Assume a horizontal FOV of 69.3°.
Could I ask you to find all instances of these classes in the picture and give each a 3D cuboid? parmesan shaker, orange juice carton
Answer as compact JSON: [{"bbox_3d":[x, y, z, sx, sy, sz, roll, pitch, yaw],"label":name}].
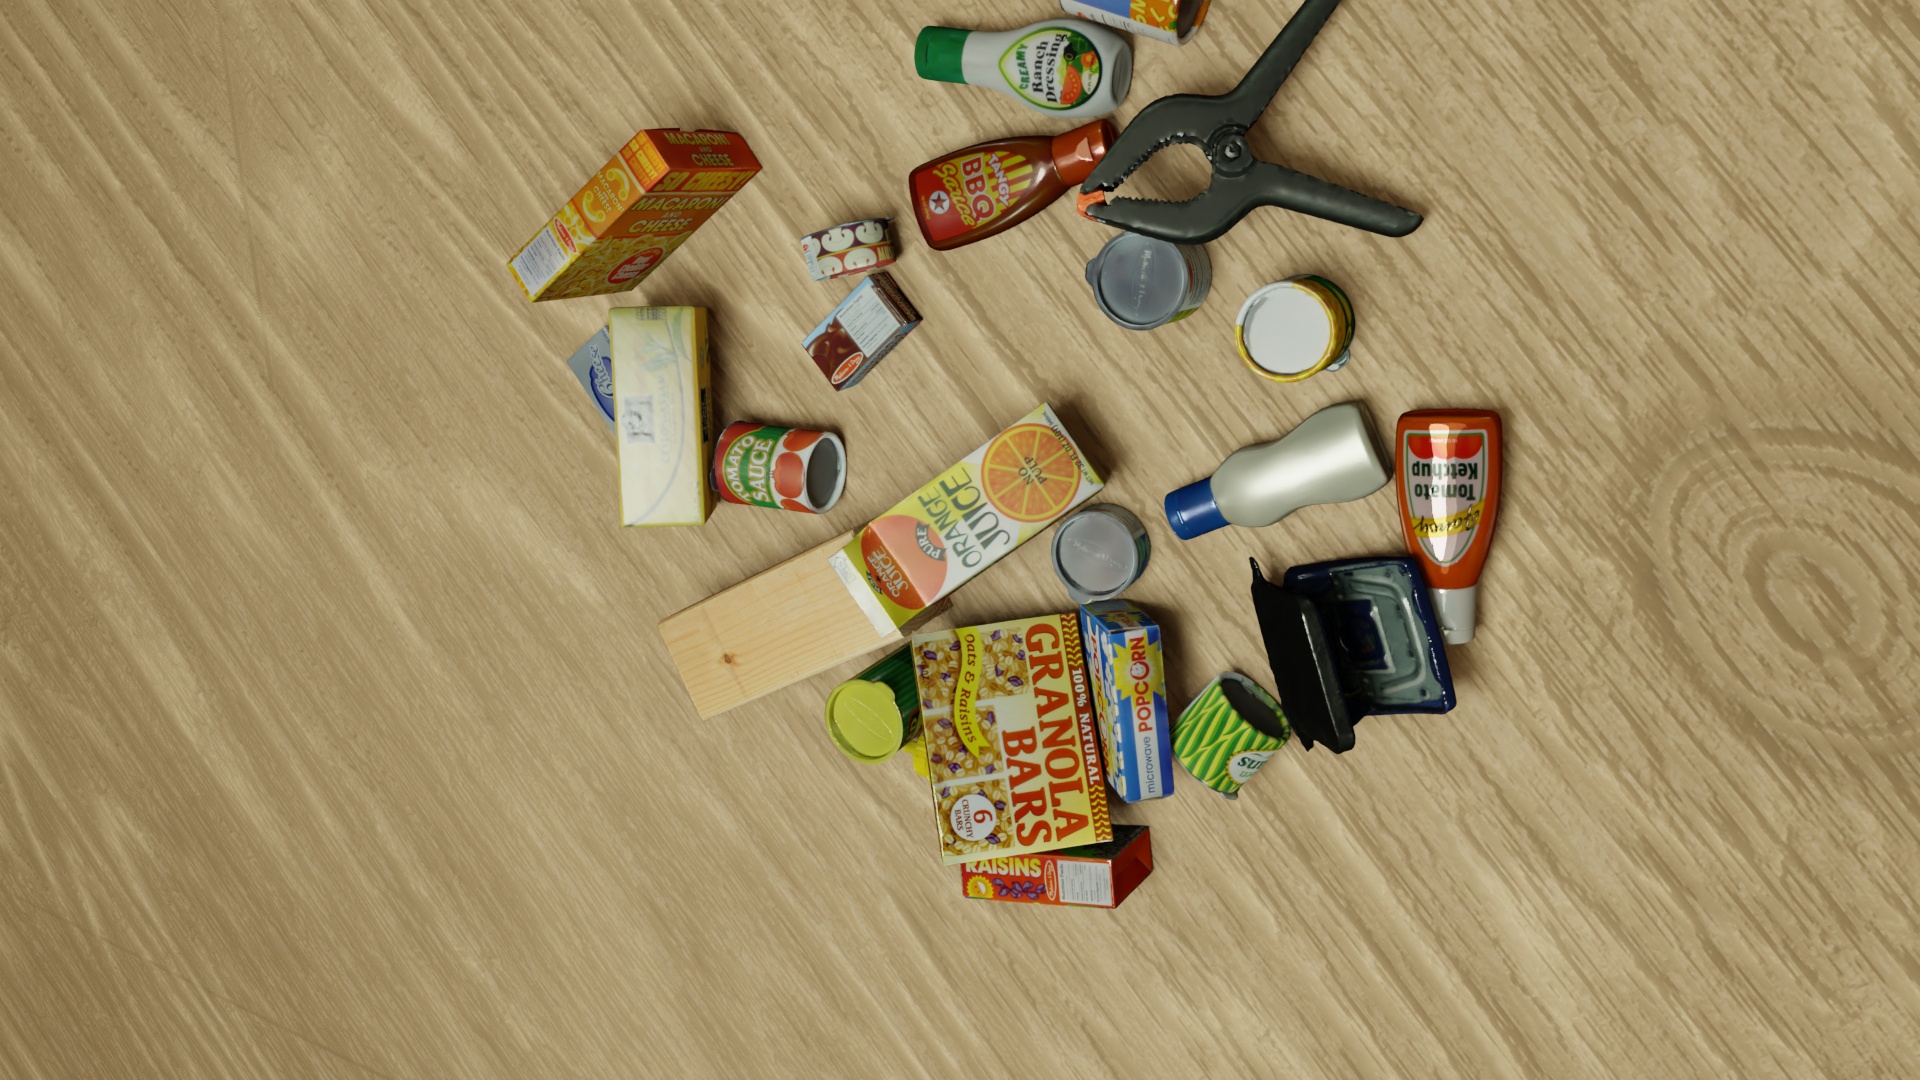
[{"bbox_3d":[-0.048,0.120,1.066,0.071,0.103,0.071,7,106,25],"label":"parmesan shaker"},{"bbox_3d":[0.004,-0.012,0.983,0.193,0.073,0.072,-34,86,2],"label":"orange juice carton"}]

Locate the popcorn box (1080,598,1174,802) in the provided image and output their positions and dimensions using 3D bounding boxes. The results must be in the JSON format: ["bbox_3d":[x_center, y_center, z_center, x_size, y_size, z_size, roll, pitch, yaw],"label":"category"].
[{"bbox_3d":[0.118,0.112,0.991,0.038,0.085,0.126,-8,101,-7],"label":"popcorn box"}]

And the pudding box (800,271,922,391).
[{"bbox_3d":[-0.076,-0.158,1.053,0.083,0.030,0.049,-40,85,28],"label":"pudding box"}]

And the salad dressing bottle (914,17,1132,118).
[{"bbox_3d":[0.041,-0.325,0.947,0.148,0.044,0.064,14,114,23],"label":"salad dressing bottle"}]

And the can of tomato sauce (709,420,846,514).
[{"bbox_3d":[-0.142,-0.057,1.087,0.083,0.071,0.071,8,106,24],"label":"can of tomato sauce"}]

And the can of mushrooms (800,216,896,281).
[{"bbox_3d":[-0.080,-0.214,1.022,0.071,0.071,0.033,-10,98,28],"label":"can of mushrooms"}]

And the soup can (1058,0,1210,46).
[{"bbox_3d":[0.114,-0.363,0.889,0.084,0.071,0.071,24,112,18],"label":"soup can"}]

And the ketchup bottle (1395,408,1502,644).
[{"bbox_3d":[0.313,-0.009,0.892,0.065,0.044,0.148,2,104,25],"label":"ketchup bottle"}]

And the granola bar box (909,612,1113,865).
[{"bbox_3d":[0.036,0.143,1.011,0.124,0.039,0.165,-8,80,-4],"label":"granola bar box"}]

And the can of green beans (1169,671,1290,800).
[{"bbox_3d":[0.189,0.134,0.975,0.071,0.071,0.057,43,117,10],"label":"can of green beans"}]

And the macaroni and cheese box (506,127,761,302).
[{"bbox_3d":[-0.249,-0.249,1.062,0.166,0.124,0.040,-34,88,28],"label":"macaroni and cheese box"}]

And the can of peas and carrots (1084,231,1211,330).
[{"bbox_3d":[0.127,-0.177,0.933,0.071,0.059,0.070,7,105,25],"label":"can of peas and carrots"}]

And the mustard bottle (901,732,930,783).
[{"bbox_3d":[0.016,0.174,1.079,0.160,0.049,0.065,12,104,24],"label":"mustard bottle"}]

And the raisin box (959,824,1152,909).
[{"bbox_3d":[0.072,0.242,1.047,0.123,0.086,0.040,-2,96,26],"label":"raisin box"}]

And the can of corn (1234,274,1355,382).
[{"bbox_3d":[0.218,-0.136,0.899,0.071,0.058,0.071,7,106,25],"label":"can of corn"}]

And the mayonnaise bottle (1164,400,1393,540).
[{"bbox_3d":[0.210,-0.041,0.937,0.147,0.041,0.064,-22,91,30],"label":"mayonnaise bottle"}]

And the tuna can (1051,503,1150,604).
[{"bbox_3d":[0.101,0.010,1.006,0.071,0.033,0.071,7,105,25],"label":"tuna can"}]

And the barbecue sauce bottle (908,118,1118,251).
[{"bbox_3d":[0.039,-0.252,0.967,0.148,0.044,0.065,-13,96,28],"label":"barbecue sauce bottle"}]

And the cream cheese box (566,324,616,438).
[{"bbox_3d":[-0.282,-0.125,1.165,0.053,0.024,0.104,-36,86,29],"label":"cream cheese box"}]
